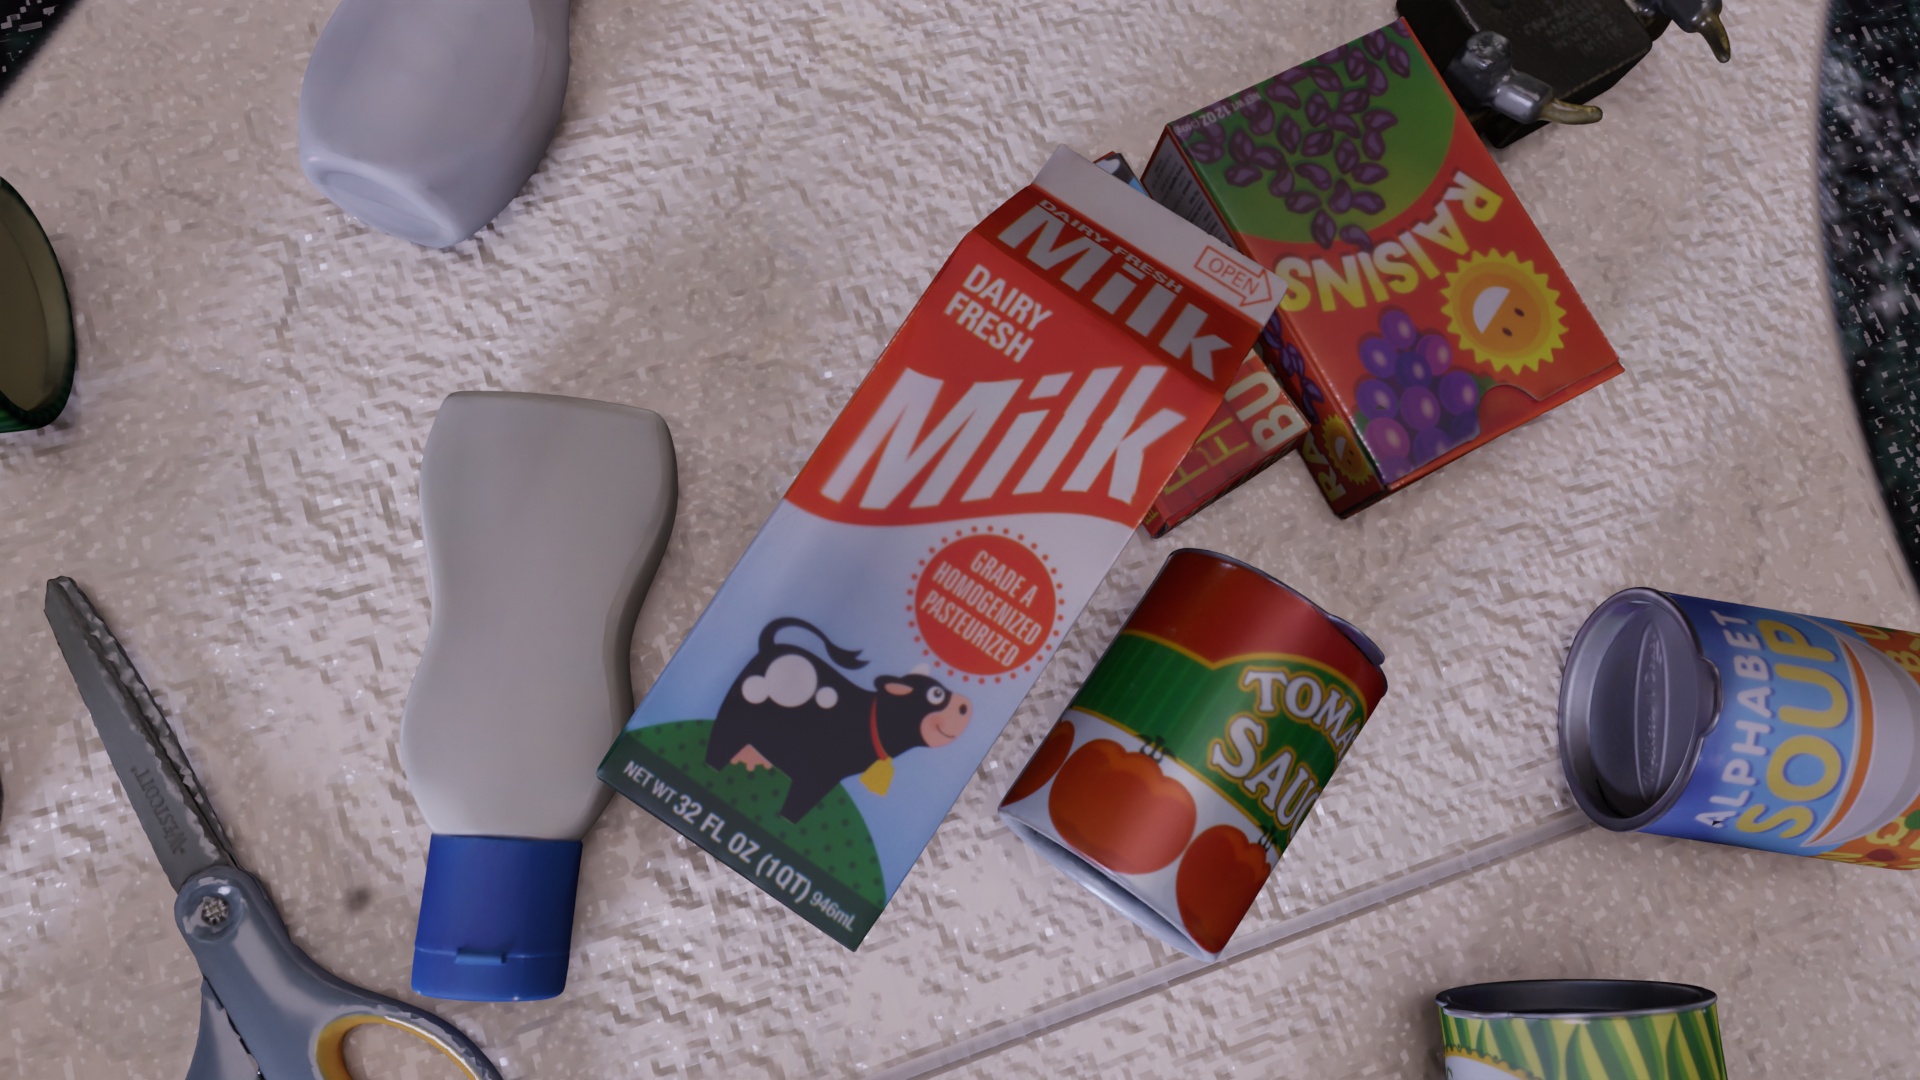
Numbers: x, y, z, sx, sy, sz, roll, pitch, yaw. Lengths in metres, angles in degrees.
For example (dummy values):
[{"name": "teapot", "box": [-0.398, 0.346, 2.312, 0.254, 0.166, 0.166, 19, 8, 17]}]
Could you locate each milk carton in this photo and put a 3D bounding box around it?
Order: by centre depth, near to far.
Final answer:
[{"name": "milk carton", "box": [0.001, -0.004, 0.343, 0.072, 0.073, 0.190, 33, 85, 3]}]

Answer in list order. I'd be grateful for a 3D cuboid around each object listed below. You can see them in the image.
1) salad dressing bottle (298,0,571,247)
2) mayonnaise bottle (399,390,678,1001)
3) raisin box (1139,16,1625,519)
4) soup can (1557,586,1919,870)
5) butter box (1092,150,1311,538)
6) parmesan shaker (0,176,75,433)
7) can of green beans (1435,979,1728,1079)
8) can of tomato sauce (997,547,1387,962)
[{"name": "salad dressing bottle", "box": [-0.134, -0.157, 0.395, 0.064, 0.044, 0.148, 19, 74, 0]}, {"name": "mayonnaise bottle", "box": [-0.110, 0.038, 0.353, 0.065, 0.041, 0.148, 5, 77, -8]}, {"name": "raisin box", "box": [0.122, -0.080, 0.410, 0.086, 0.040, 0.123, -26, 82, -13]}, {"name": "soup can", "box": [0.219, 0.051, 0.374, 0.084, 0.071, 0.071, 9, 76, -5]}, {"name": "butter box", "box": [0.050, -0.057, 0.403, 0.053, 0.024, 0.103, -31, 82, -12]}, {"name": "parmesan shaker", "box": [-0.285, -0.050, 0.338, 0.103, 0.071, 0.071, -8, 78, -9]}, {"name": "can of green beans", "box": [0.157, 0.143, 0.348, 0.071, 0.071, 0.058, -1, 78, -7]}, {"name": "can of tomato sauce", "box": [0.060, 0.055, 0.355, 0.071, 0.071, 0.083, 36, 76, 2]}]
